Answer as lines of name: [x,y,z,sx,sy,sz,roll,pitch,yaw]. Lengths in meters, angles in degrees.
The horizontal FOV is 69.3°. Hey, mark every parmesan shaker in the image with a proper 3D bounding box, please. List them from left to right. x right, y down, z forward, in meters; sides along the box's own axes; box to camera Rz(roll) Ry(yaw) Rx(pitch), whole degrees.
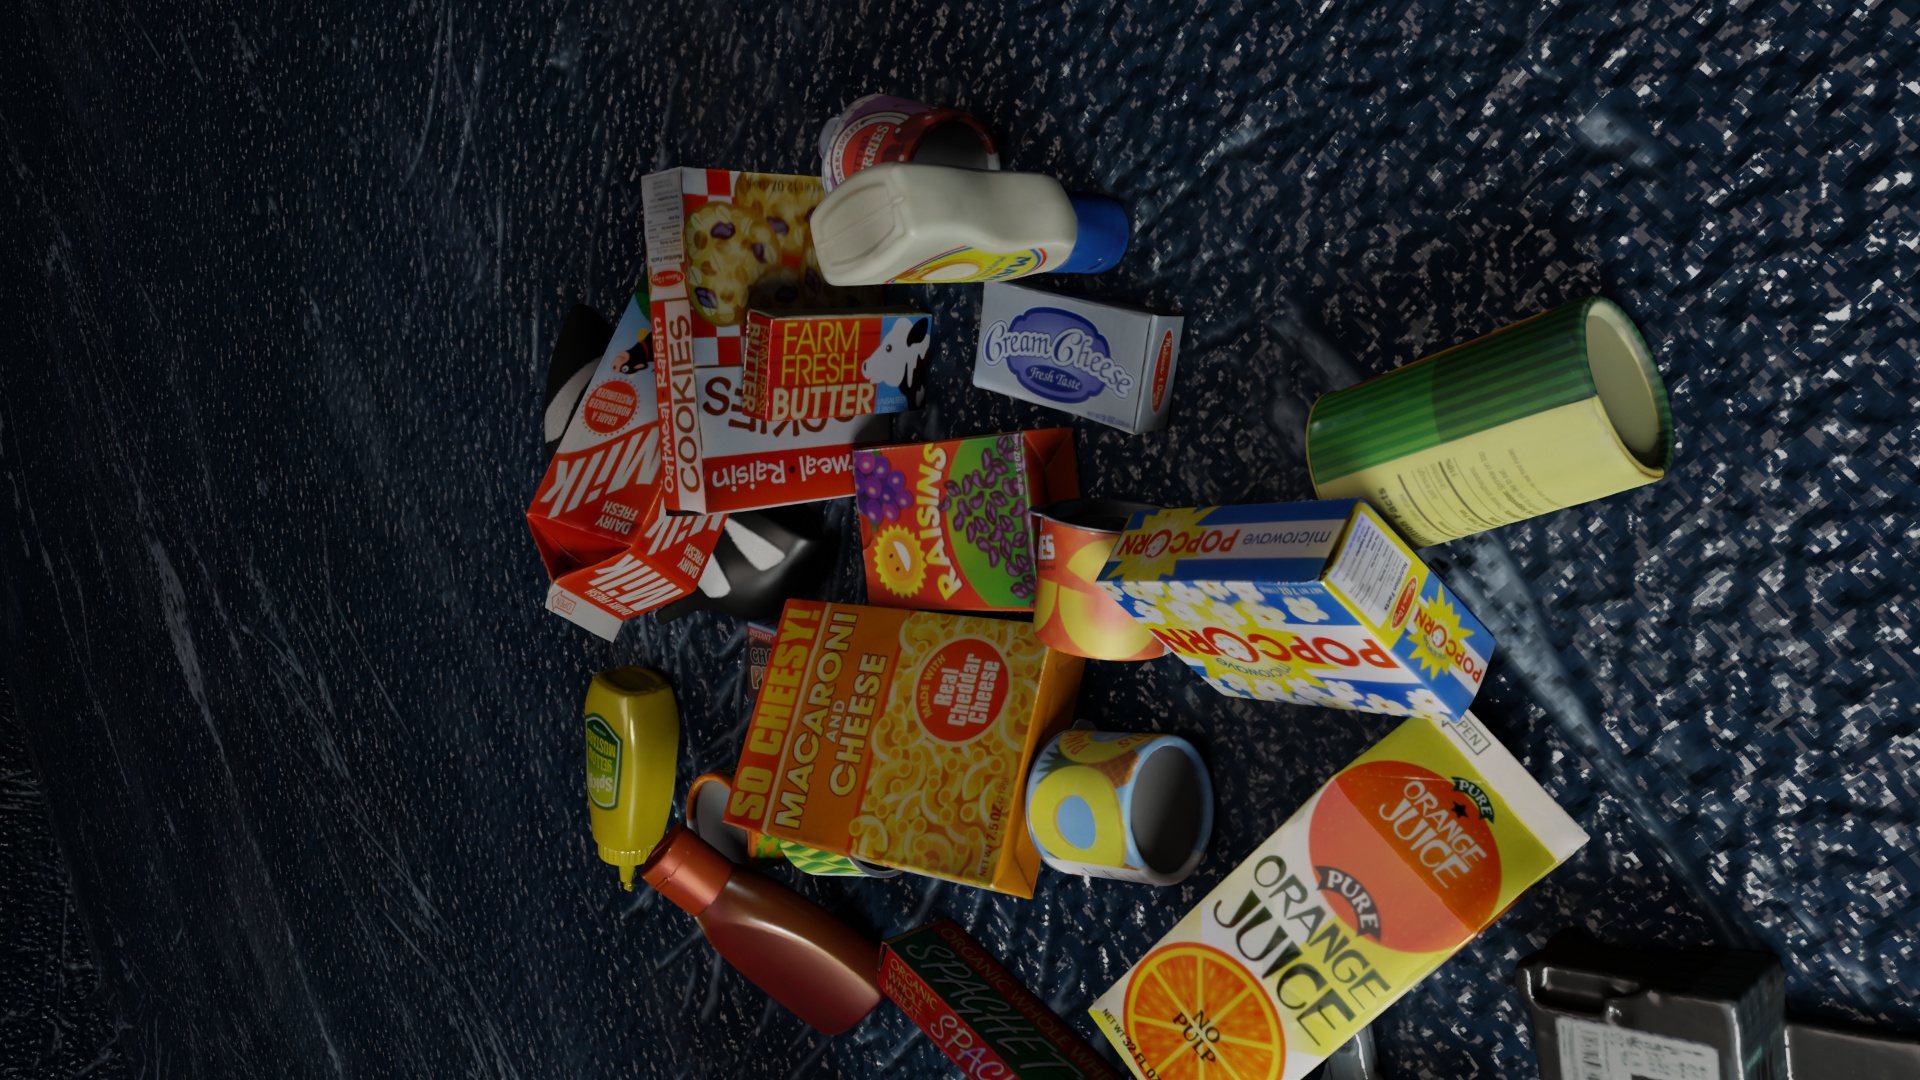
parmesan shaker: [0.185,-0.036,0.486,0.103,0.071,0.071,-21,82,44]

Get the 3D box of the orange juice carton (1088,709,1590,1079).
orange juice carton: [0.145,0.146,0.535,0.072,0.073,0.192,50,118,24]

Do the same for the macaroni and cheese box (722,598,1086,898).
macaroni and cheese box: [-0.029,0.098,0.685,0.166,0.040,0.124,4,71,35]

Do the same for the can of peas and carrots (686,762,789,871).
can of peas and carrots: [-0.121,0.162,0.828,0.071,0.059,0.070,10,104,43]

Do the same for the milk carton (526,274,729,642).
milk carton: [-0.167,-0.041,0.757,0.073,0.072,0.191,16,75,23]

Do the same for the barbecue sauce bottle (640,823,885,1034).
barbecue sauce bottle: [-0.111,0.218,0.783,0.148,0.044,0.064,41,123,-13]

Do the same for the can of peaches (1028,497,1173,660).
can of peaches: [0.064,0.016,0.611,0.071,0.071,0.058,16,109,43]

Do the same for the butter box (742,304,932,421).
butter box: [-0.061,-0.089,0.694,0.024,0.104,0.053,21,112,42]

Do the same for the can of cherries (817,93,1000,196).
can of cherries: [-0.025,-0.177,0.666,0.058,0.072,0.071,27,115,39]

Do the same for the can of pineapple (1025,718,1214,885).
can of pineapple: [0.072,0.117,0.622,0.058,0.071,0.071,-6,93,45]

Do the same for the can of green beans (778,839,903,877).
can of green beans: [-0.059,0.150,0.759,0.057,0.071,0.071,-13,88,46]

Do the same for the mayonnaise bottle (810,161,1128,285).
mayonnaise bottle: [0.012,-0.130,0.582,0.064,0.148,0.041,-18,85,45]

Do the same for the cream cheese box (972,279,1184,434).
cream cheese box: [0.051,-0.087,0.638,0.104,0.024,0.053,22,112,41]

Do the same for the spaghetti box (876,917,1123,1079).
spaghetti box: [0.055,0.275,0.678,0.250,0.050,0.028,34,118,37]

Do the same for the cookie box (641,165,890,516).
cookie box: [-0.096,-0.101,0.713,0.040,0.123,0.167,5,101,46]

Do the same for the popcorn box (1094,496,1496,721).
popcorn box: [0.122,0.025,0.524,0.126,0.085,0.038,-2,52,59]

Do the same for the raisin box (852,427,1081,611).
raisin box: [0.002,-0.009,0.690,0.123,0.040,0.086,-2,96,46]

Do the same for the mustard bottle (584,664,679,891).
mustard bottle: [-0.224,0.168,0.939,0.065,0.049,0.159,18,109,44]

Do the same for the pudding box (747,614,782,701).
pudding box: [-0.087,0.075,0.800,0.084,0.030,0.049,13,105,43]
